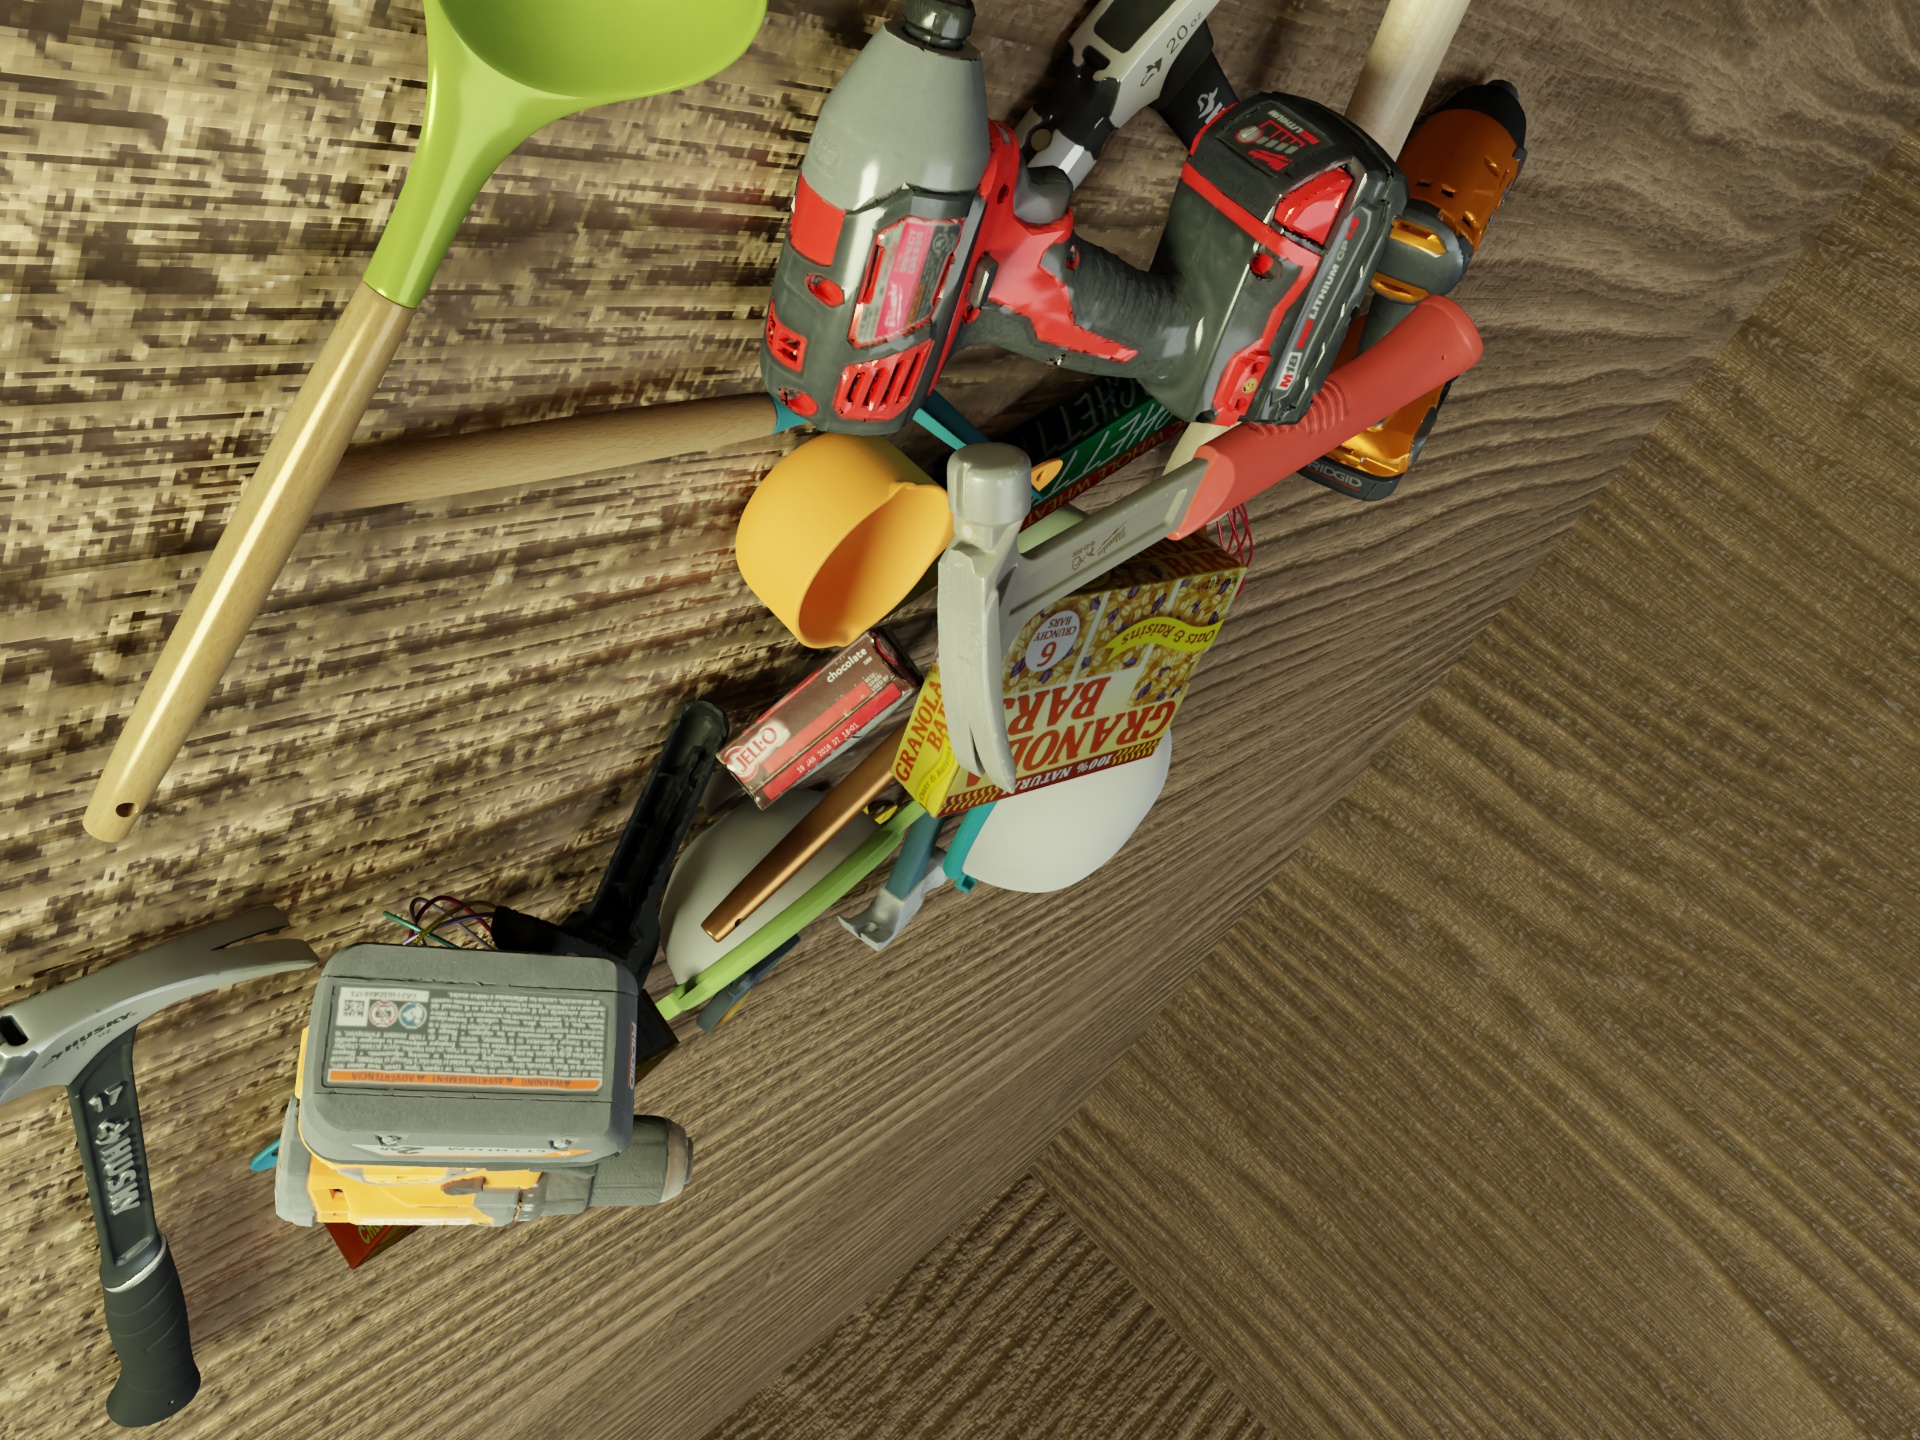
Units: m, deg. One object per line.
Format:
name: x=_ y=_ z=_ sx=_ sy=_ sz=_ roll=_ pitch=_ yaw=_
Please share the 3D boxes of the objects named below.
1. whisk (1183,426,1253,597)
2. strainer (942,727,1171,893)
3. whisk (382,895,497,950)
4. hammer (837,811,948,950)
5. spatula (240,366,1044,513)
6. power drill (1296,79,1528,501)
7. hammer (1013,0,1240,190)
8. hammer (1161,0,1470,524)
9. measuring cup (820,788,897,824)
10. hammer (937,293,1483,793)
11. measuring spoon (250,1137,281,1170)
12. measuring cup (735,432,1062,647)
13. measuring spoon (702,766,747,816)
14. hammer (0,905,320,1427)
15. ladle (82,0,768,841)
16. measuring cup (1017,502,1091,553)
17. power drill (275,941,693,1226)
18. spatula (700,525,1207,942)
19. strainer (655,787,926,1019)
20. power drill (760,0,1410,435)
whisk: x=0.144 y=-0.149 z=0.953 sx=0.073 sy=0.073 sz=0.295 roll=-41 pitch=155 yaw=-14
strainer: x=0.086 y=0.028 z=1.033 sx=0.211 sy=0.095 sz=0.340 roll=-53 pitch=173 yaw=-13
whisk: x=-0.218 y=0.122 z=0.756 sx=0.244 sy=0.051 sz=0.047 roll=85 pitch=17 yaw=-73
hammer: x=-0.008 y=0.035 z=1.025 sx=0.128 sy=0.033 sz=0.330 roll=-46 pitch=164 yaw=-44
spatula: x=-0.091 y=-0.094 z=0.556 sx=0.317 sy=0.082 sz=0.044 roll=-19 pitch=148 yaw=-42
power drill: x=0.269 y=-0.256 z=0.940 sx=0.164 sy=0.084 sz=0.226 roll=-57 pitch=164 yaw=-28
hammer: x=0.131 y=-0.256 z=0.723 sx=0.146 sy=0.035 sz=0.334 roll=-50 pitch=162 yaw=14
hammer: x=0.184 y=-0.254 z=0.697 sx=0.146 sy=0.038 sz=0.410 roll=-25 pitch=150 yaw=-35
measuring cup: x=-0.072 y=0.062 z=0.987 sx=0.062 sy=0.029 sz=0.156 roll=-53 pitch=173 yaw=12
hammer: x=0.126 y=-0.107 z=0.719 sx=0.359 sy=0.037 sz=0.149 roll=-32 pitch=135 yaw=-34
measuring spoon: x=-0.284 y=0.172 z=0.764 sx=0.128 sy=0.021 sz=0.042 roll=-32 pitch=151 yaw=-13
measuring cup: x=-0.025 y=-0.097 z=0.696 sx=0.173 sy=0.052 sz=0.095 roll=-33 pitch=158 yaw=-39
measuring spoon: x=-0.094 y=0.015 z=0.845 sx=0.034 sy=0.018 sz=0.124 roll=-39 pitch=178 yaw=43
hammer: x=-0.350 y=0.218 z=0.679 sx=0.149 sy=0.036 sz=0.408 roll=-32 pitch=158 yaw=-39
ladle: x=-0.155 y=-0.082 z=0.409 sx=0.078 sy=0.062 sz=0.320 roll=16 pitch=117 yaw=-46
measuring cup: x=0.027 y=-0.042 z=0.867 sx=0.083 sy=0.038 sz=0.167 roll=32 pitch=89 yaw=-47
power drill: x=-0.190 y=0.168 z=0.674 sx=0.185 sy=0.084 sz=0.226 roll=7 pitch=151 yaw=-19
spatula: x=-0.001 y=-0.003 z=0.789 sx=0.322 sy=0.041 sz=0.081 roll=-44 pitch=152 yaw=-12
strainer: x=-0.067 y=0.048 z=0.839 sx=0.256 sy=0.069 sz=0.151 roll=-39 pitch=-178 yaw=2
power drill: x=0.043 y=-0.173 z=0.562 sx=0.219 sy=0.079 sz=0.143 roll=-6 pitch=133 yaw=-31
